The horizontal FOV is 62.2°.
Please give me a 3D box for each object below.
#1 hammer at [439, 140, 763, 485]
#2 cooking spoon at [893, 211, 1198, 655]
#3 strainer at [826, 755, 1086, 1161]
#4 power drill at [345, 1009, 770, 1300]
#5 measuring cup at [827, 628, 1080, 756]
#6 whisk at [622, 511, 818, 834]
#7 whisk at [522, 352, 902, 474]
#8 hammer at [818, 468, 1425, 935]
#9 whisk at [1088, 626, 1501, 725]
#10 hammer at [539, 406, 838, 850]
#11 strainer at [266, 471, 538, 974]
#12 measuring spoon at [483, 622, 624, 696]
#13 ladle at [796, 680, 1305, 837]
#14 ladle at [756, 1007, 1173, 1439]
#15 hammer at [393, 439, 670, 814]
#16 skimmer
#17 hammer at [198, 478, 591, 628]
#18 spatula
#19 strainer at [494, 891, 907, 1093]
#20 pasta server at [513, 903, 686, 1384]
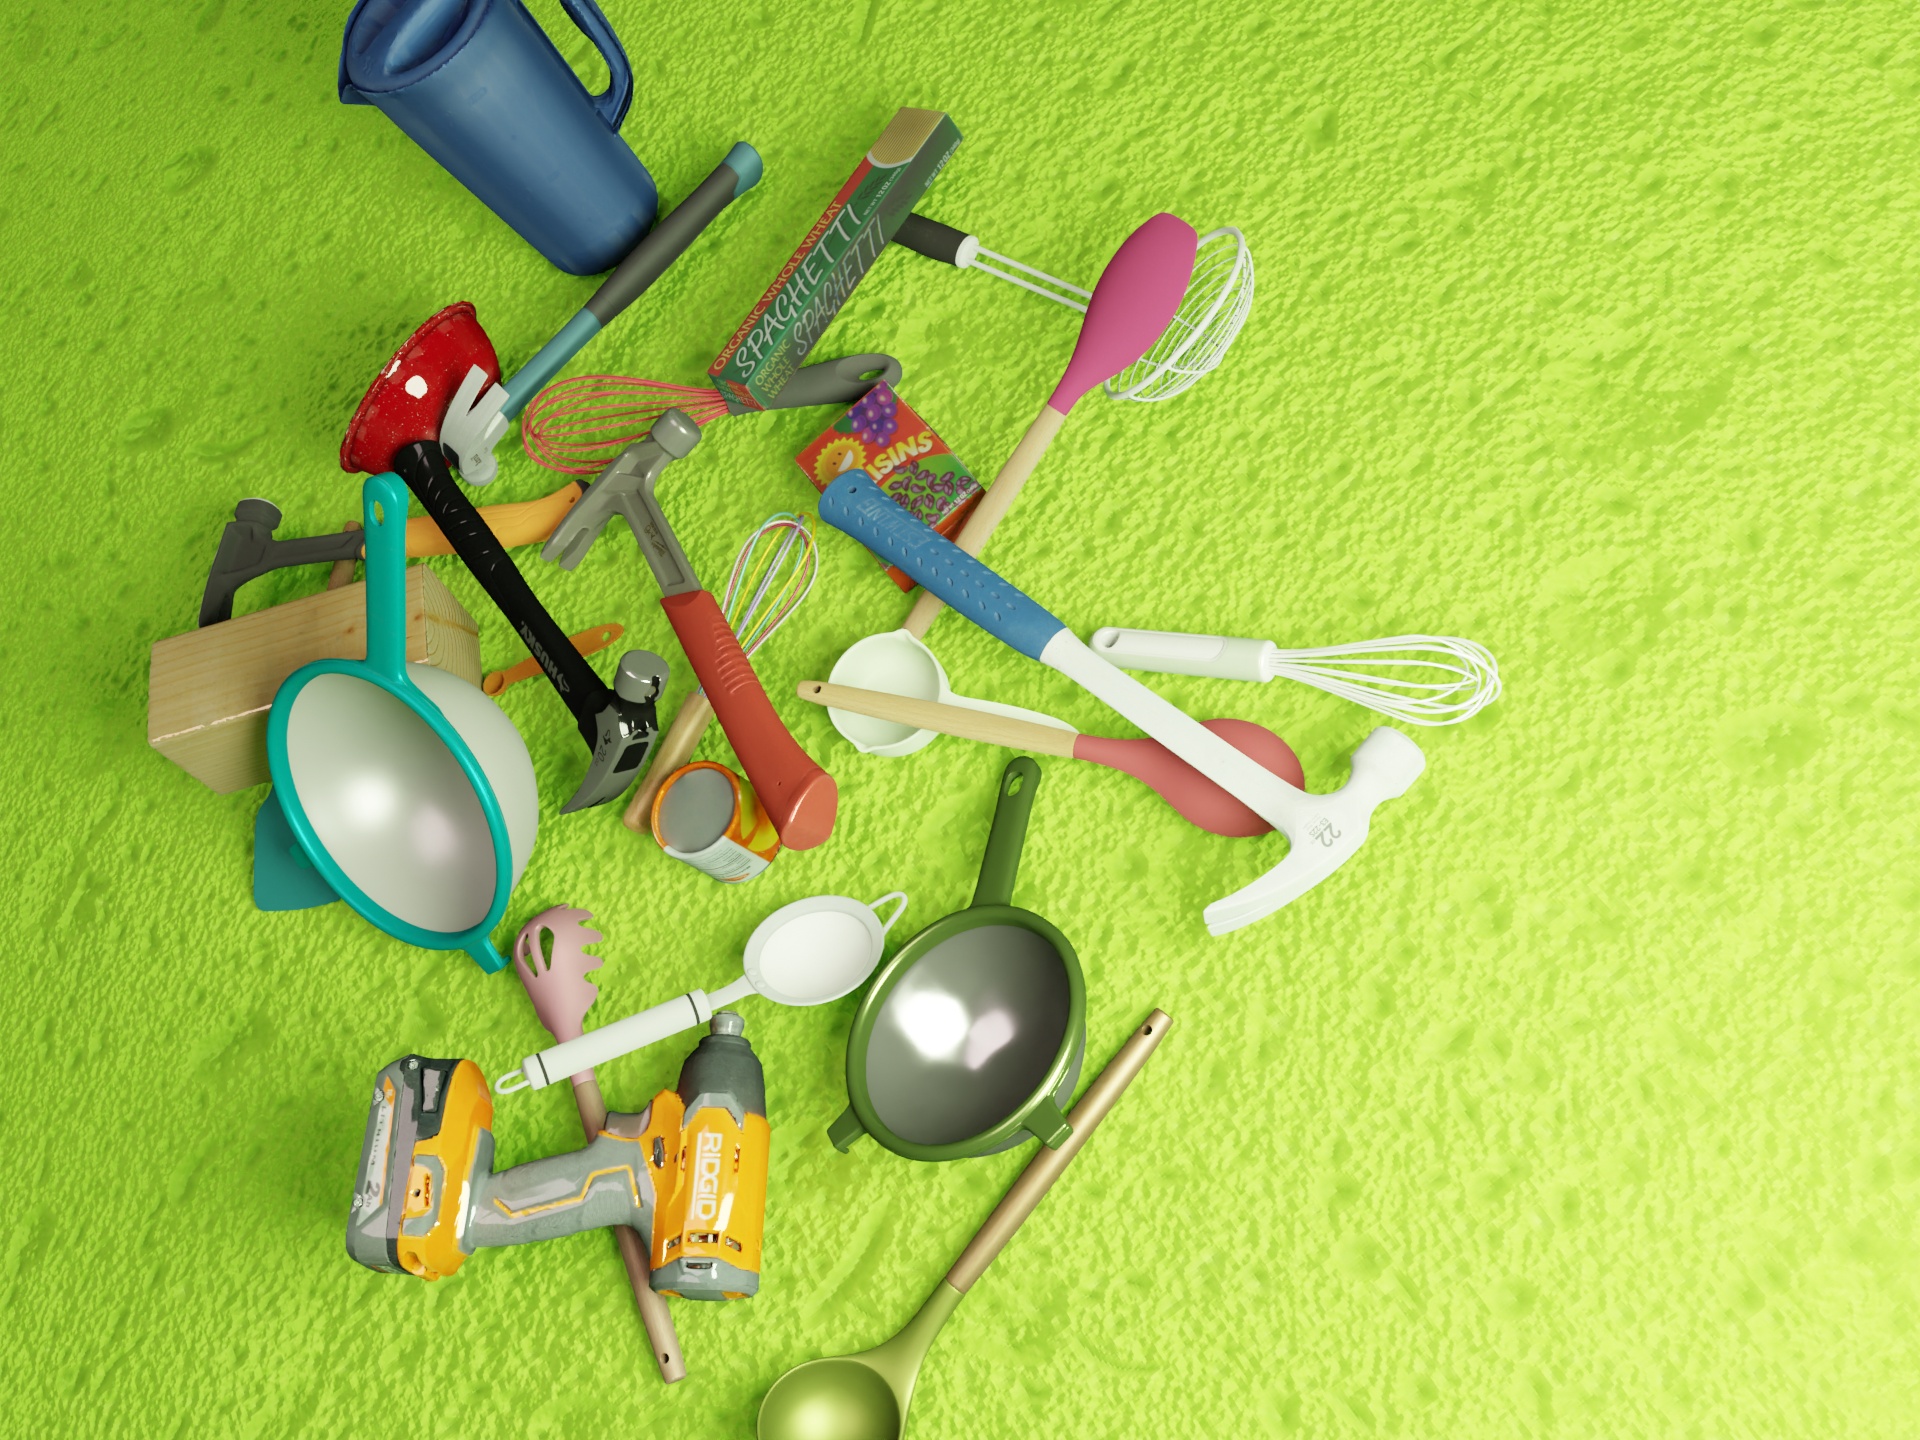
[{"bbox_3d":[-0.270,-0.314,1.206,0.033,0.128,0.331,42,81,-2],"label":"hammer"},{"bbox_3d":[0.046,-0.172,0.990,0.069,0.017,0.319,46,110,38],"label":"cooking spoon"},{"bbox_3d":[0.025,0.140,0.910,0.151,0.069,0.257,-11,48,32],"label":"strainer"},{"bbox_3d":[-0.224,0.248,0.929,0.226,0.084,0.164,2,64,1],"label":"power drill"},{"bbox_3d":[-0.002,-0.003,0.991,0.168,0.038,0.083,14,78,18],"label":"measuring cup"},{"bbox_3d":[-0.161,-0.034,1.068,0.047,0.051,0.245,25,84,24],"label":"whisk"},{"bbox_3d":[-0.183,-0.227,1.150,0.296,0.073,0.073,-7,67,14],"label":"whisk"},{"bbox_3d":[0.058,-0.035,0.924,0.406,0.035,0.144,37,77,30],"label":"hammer"},{"bbox_3d":[0.184,-0.033,0.911,0.246,0.059,0.058,7,61,31],"label":"whisk"},{"bbox_3d":[-0.172,-0.050,1.032,0.149,0.036,0.359,-45,52,16],"label":"hammer"},{"bbox_3d":[-0.345,-0.012,1.035,0.211,0.095,0.340,24,123,20],"label":"strainer"},{"bbox_3d":[-0.293,-0.043,1.150,0.117,0.011,0.021,-22,60,11],"label":"measuring spoon"},{"bbox_3d":[0.045,0.009,0.940,0.315,0.031,0.069,11,74,20],"label":"ladle"},{"bbox_3d":[0.009,0.281,0.856,0.078,0.062,0.320,36,84,33],"label":"ladle"},{"bbox_3d":[-0.310,-0.081,1.100,0.335,0.035,0.146,48,131,28],"label":"hammer"},{"bbox_3d":[0.038,-0.311,1.062,0.364,0.090,0.127,31,88,31],"label":"skimmer"},{"bbox_3d":[-0.426,-0.133,1.213,0.337,0.034,0.127,-6,59,17],"label":"hammer"},{"bbox_3d":[-0.488,-0.013,1.217,0.082,0.044,0.318,-9,61,20],"label":"spatula"},{"bbox_3d":[-0.146,0.165,0.933,0.258,0.050,0.087,-20,39,-20],"label":"strainer"},{"bbox_3d":[-0.221,0.252,0.989,0.060,0.040,0.316,-30,64,10],"label":"pasta server"}]
